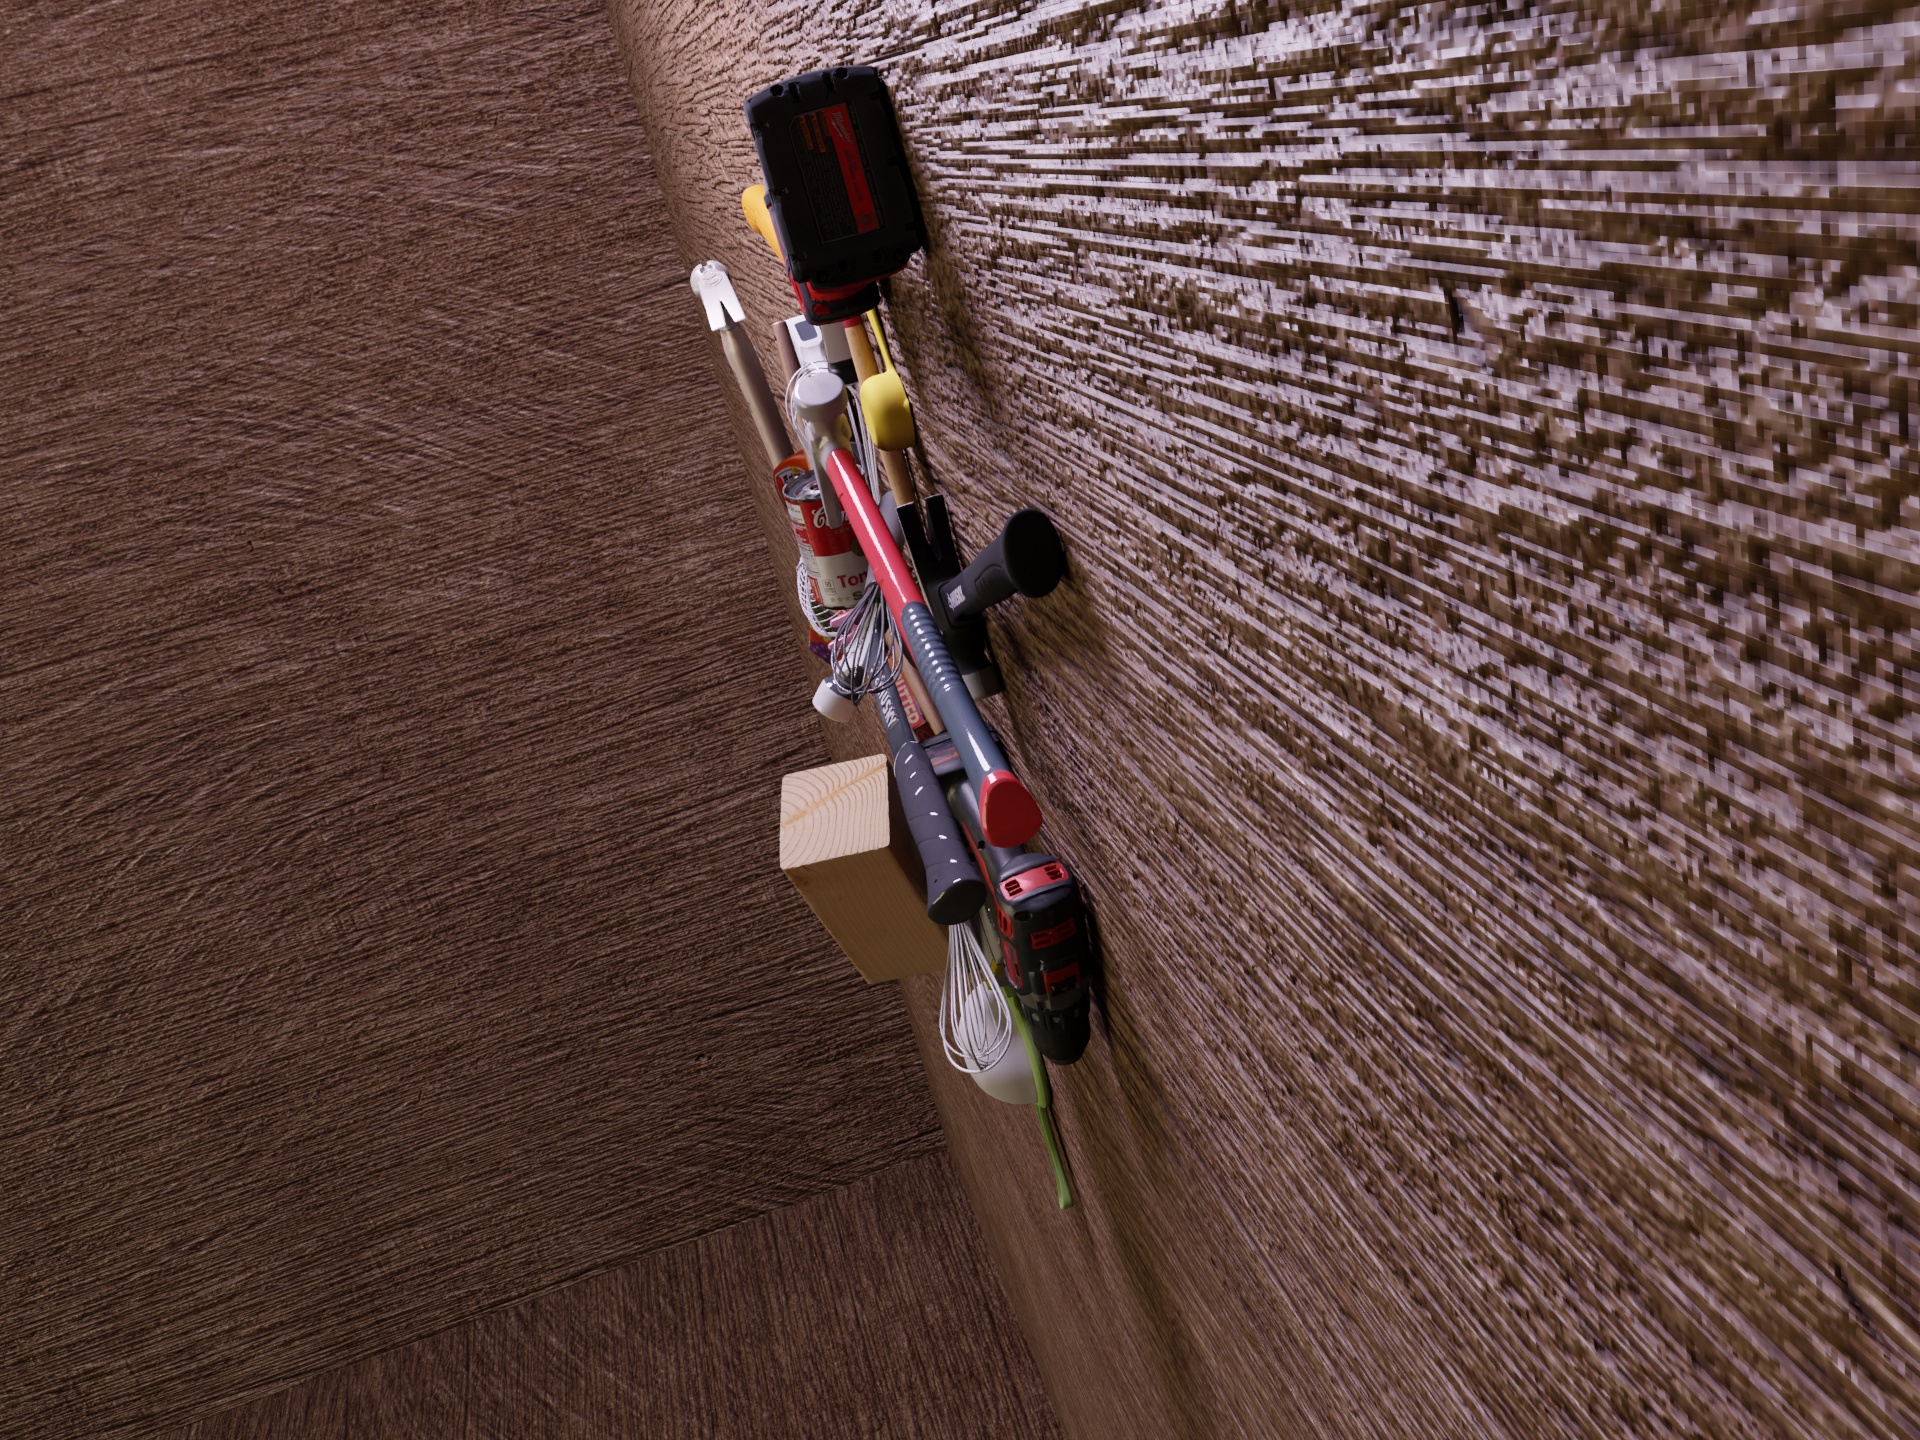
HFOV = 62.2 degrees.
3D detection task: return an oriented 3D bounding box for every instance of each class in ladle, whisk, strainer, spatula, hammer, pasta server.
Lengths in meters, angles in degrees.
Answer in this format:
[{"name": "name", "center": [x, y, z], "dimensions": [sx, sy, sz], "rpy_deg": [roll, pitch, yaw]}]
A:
[{"name": "ladle", "center": [-0.073, -0.270, 1.192], "dimensions": [0.069, 0.031, 0.315], "rpy_deg": [-96, -11, -70]}, {"name": "whisk", "center": [-0.077, -0.169, 1.349], "dimensions": [0.070, 0.070, 0.284], "rpy_deg": [-130, 18, -70]}, {"name": "whisk", "center": [-0.063, -0.101, 1.208], "dimensions": [0.239, 0.055, 0.055], "rpy_deg": [-84, -12, -45]}, {"name": "strainer", "center": [0.051, 0.384, 1.630], "dimensions": [0.151, 0.069, 0.256], "rpy_deg": [159, 94, -82]}, {"name": "spatula", "center": [-0.085, -0.123, 1.519], "dimensions": [0.059, 0.018, 0.316], "rpy_deg": [89, 155, -73]}, {"name": "hammer", "center": [0.012, -0.090, 0.978], "dimensions": [0.335, 0.035, 0.146], "rpy_deg": [165, 87, -82]}, {"name": "hammer", "center": [-0.132, -0.269, 1.569], "dimensions": [0.330, 0.033, 0.128], "rpy_deg": [86, 163, -61]}, {"name": "hammer", "center": [-0.036, 0.017, 1.136], "dimensions": [0.149, 0.036, 0.409], "rpy_deg": [-59, 23, 18]}, {"name": "hammer", "center": [-0.032, -0.064, 1.074], "dimensions": [0.143, 0.038, 0.387], "rpy_deg": [80, 168, -53]}, {"name": "whisk", "center": [-0.002, 0.162, 1.258], "dimensions": [0.057, 0.059, 0.247], "rpy_deg": [43, -151, -50]}, {"name": "hammer", "center": [-0.168, -0.241, 1.568], "dimensions": [0.146, 0.038, 0.410], "rpy_deg": [-116, 4, -55]}, {"name": "hammer", "center": [-0.144, -0.403, 1.353], "dimensions": [0.337, 0.034, 0.127], "rpy_deg": [-118, 12, -52]}, {"name": "pasta server", "center": [-0.120, -0.186, 1.373], "dimensions": [0.060, 0.040, 0.316], "rpy_deg": [2, 109, 65]}]

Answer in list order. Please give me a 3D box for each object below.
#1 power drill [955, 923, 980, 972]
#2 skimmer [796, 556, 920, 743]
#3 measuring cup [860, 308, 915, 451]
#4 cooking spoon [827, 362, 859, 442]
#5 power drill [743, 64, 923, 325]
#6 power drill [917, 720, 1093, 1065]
[{"name": "power drill", "center": [-0.030, 0.126, 1.600], "dimensions": [0.229, 0.080, 0.190], "rpy_deg": [-135, 28, -67]}, {"name": "skimmer", "center": [-0.043, -0.024, 1.461], "dimensions": [0.127, 0.090, 0.363], "rpy_deg": [-26, 94, 44]}, {"name": "measuring cup", "center": [-0.069, -0.269, 1.147], "dimensions": [0.062, 0.029, 0.156], "rpy_deg": [-148, 39, -78]}, {"name": "cooking spoon", "center": [-0.097, -0.231, 1.468], "dimensions": [0.069, 0.017, 0.318], "rpy_deg": [49, 161, 31]}, {"name": "power drill", "center": [-0.086, -0.329, 0.994], "dimensions": [0.220, 0.078, 0.143], "rpy_deg": [-132, 26, -78]}, {"name": "power drill", "center": [0.035, 0.129, 1.175], "dimensions": [0.227, 0.080, 0.187], "rpy_deg": [-122, 15, -48]}]
